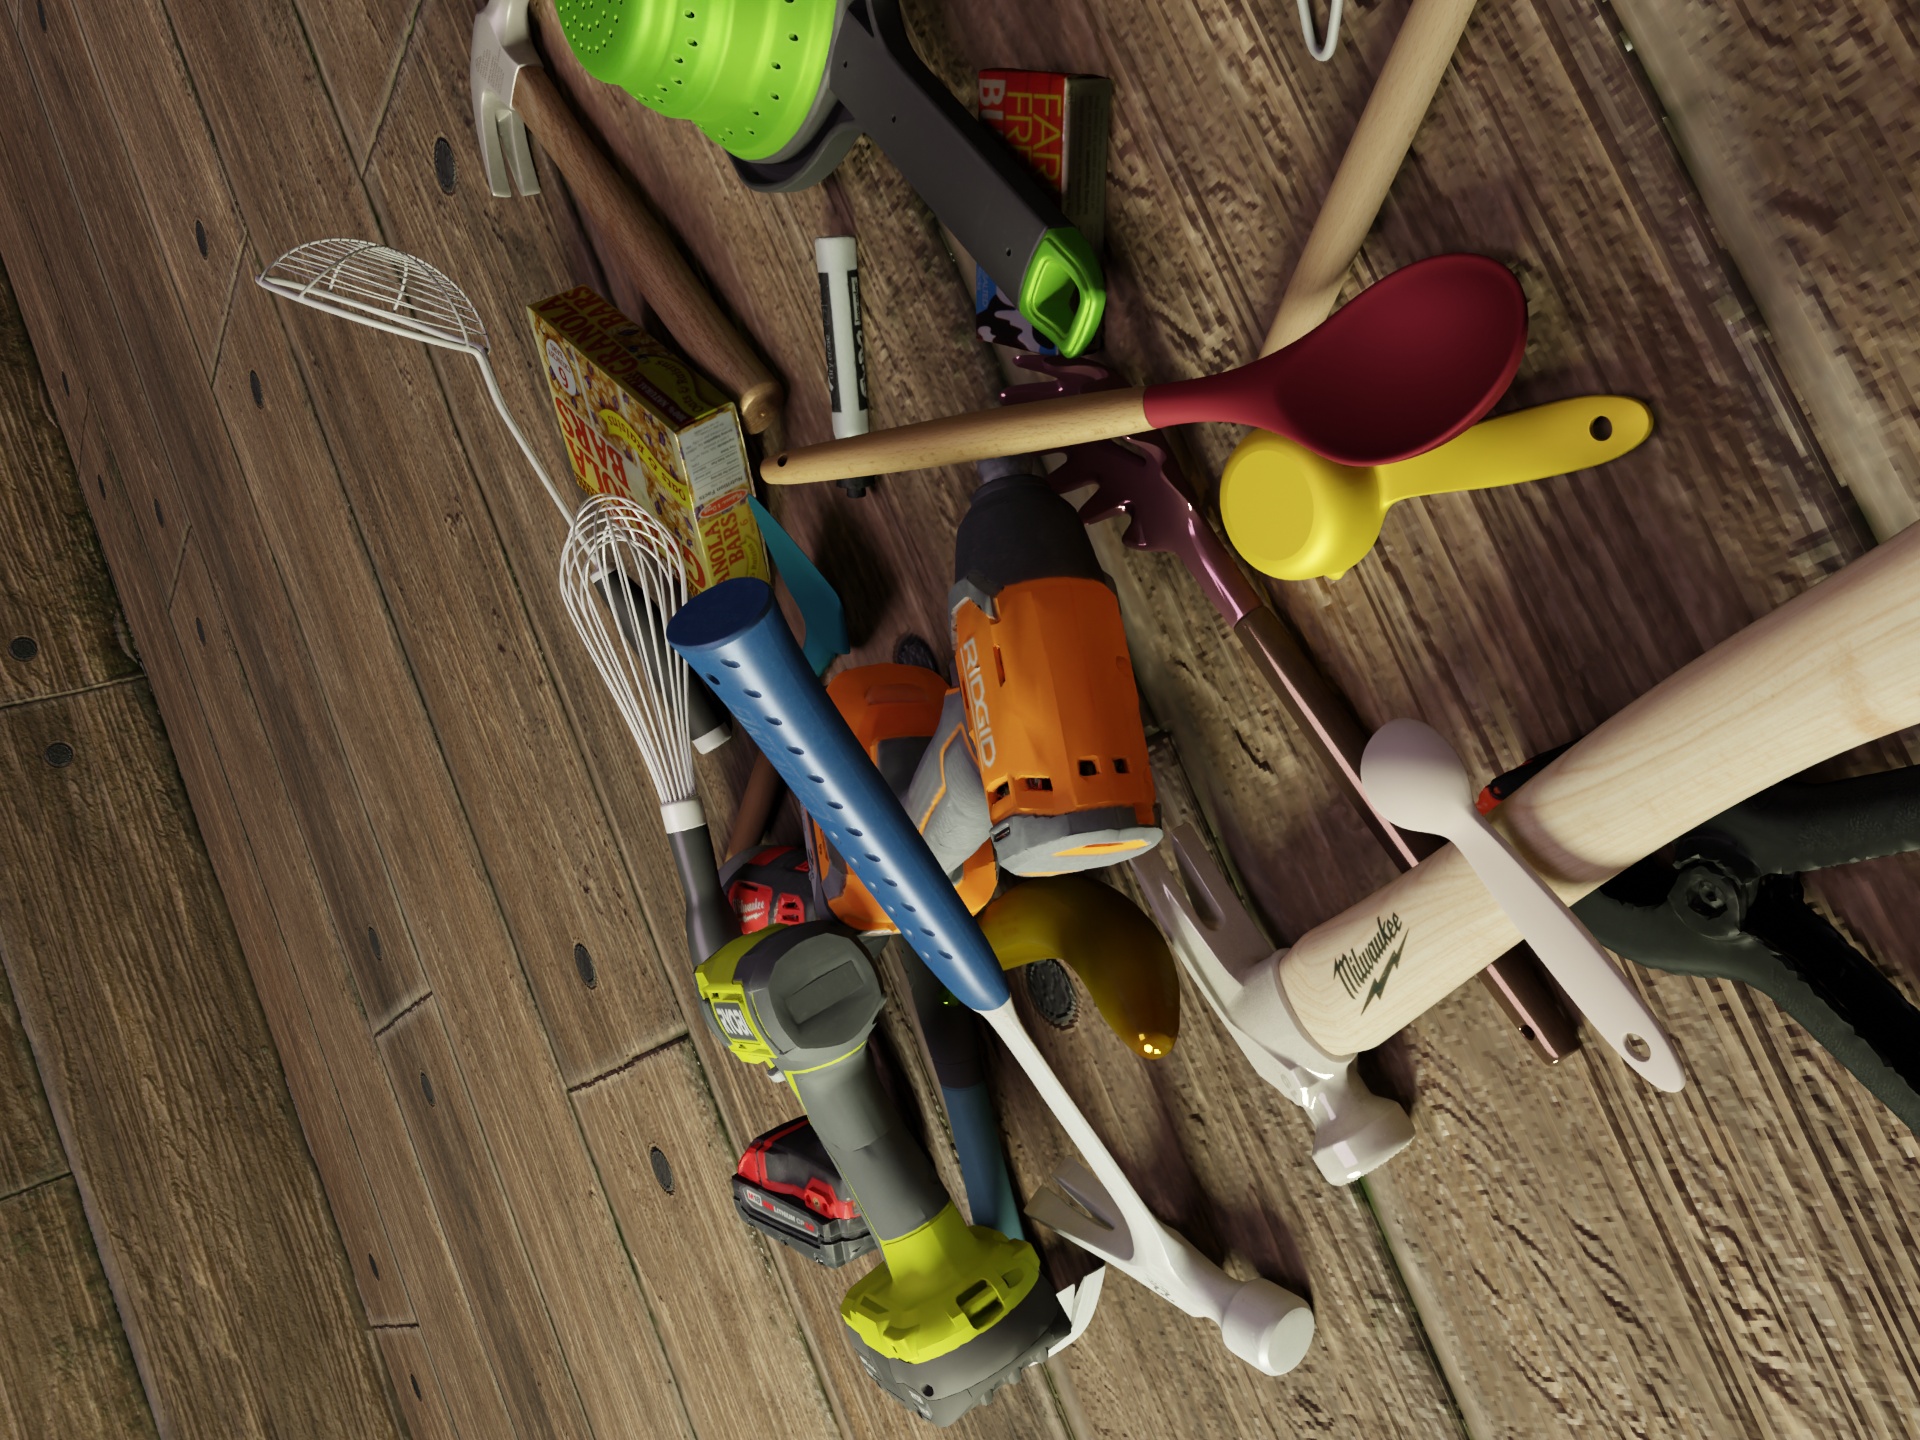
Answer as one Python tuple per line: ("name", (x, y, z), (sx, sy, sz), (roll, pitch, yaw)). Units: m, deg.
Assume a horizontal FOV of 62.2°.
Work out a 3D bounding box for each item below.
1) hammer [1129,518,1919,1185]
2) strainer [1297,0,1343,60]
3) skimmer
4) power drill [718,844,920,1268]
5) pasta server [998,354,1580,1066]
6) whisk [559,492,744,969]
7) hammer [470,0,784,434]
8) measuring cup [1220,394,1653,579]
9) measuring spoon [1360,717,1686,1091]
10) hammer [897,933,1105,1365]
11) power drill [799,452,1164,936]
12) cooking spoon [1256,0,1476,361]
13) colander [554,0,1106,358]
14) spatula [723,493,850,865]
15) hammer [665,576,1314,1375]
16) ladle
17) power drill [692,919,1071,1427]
("hammer", (0.165, 0.023, 0.447), (0.146, 0.038, 0.410), (57, 153, 15))
("strainer", (0.123, -0.316, 0.432), (0.087, 0.050, 0.258), (56, 140, 46))
("skimmer", (-0.264, -0.123, 0.925), (0.363, 0.090, 0.127), (58, -173, -8))
("power drill", (-0.086, 0.177, 0.891), (0.143, 0.078, 0.219), (3, 104, 52))
("pasta server", (0.113, -0.013, 0.572), (0.316, 0.040, 0.060), (58, 154, 18))
("whisk", (-0.154, 0.018, 0.845), (0.070, 0.070, 0.284), (-9, 96, 54))
("hammer", (-0.190, -0.278, 0.874), (0.332, 0.031, 0.130), (55, 141, 23))
("measuring cup", (0.143, -0.079, 0.509), (0.156, 0.029, 0.062), (-6, 99, 56))
("measuring spoon", (0.150, 0.052, 0.436), (0.124, 0.018, 0.034), (54, 151, 21))
("hammer", (-0.003, 0.170, 0.810), (0.128, 0.033, 0.331), (-6, 99, 55))
("power drill", (-0.001, -0.002, 0.661), (0.226, 0.084, 0.164), (143, 121, -61))
("cooking spoon", (0.146, -0.224, 0.454), (0.069, 0.017, 0.318), (58, 143, 35))
("colander", (-0.078, -0.273, 0.639), (0.397, 0.094, 0.204), (56, 144, 30))
("spatula", (-0.109, 0.012, 0.877), (0.082, 0.044, 0.317), (49, 140, 24))
("hammer", (0.009, 0.110, 0.609), (0.144, 0.035, 0.405), (16, 145, 49))
("ladle", (0.045, -0.106, 0.559), (0.315, 0.031, 0.069), (-2, 69, 38))
("power drill", (-0.050, 0.201, 0.749), (0.223, 0.080, 0.171), (63, 156, -1))
